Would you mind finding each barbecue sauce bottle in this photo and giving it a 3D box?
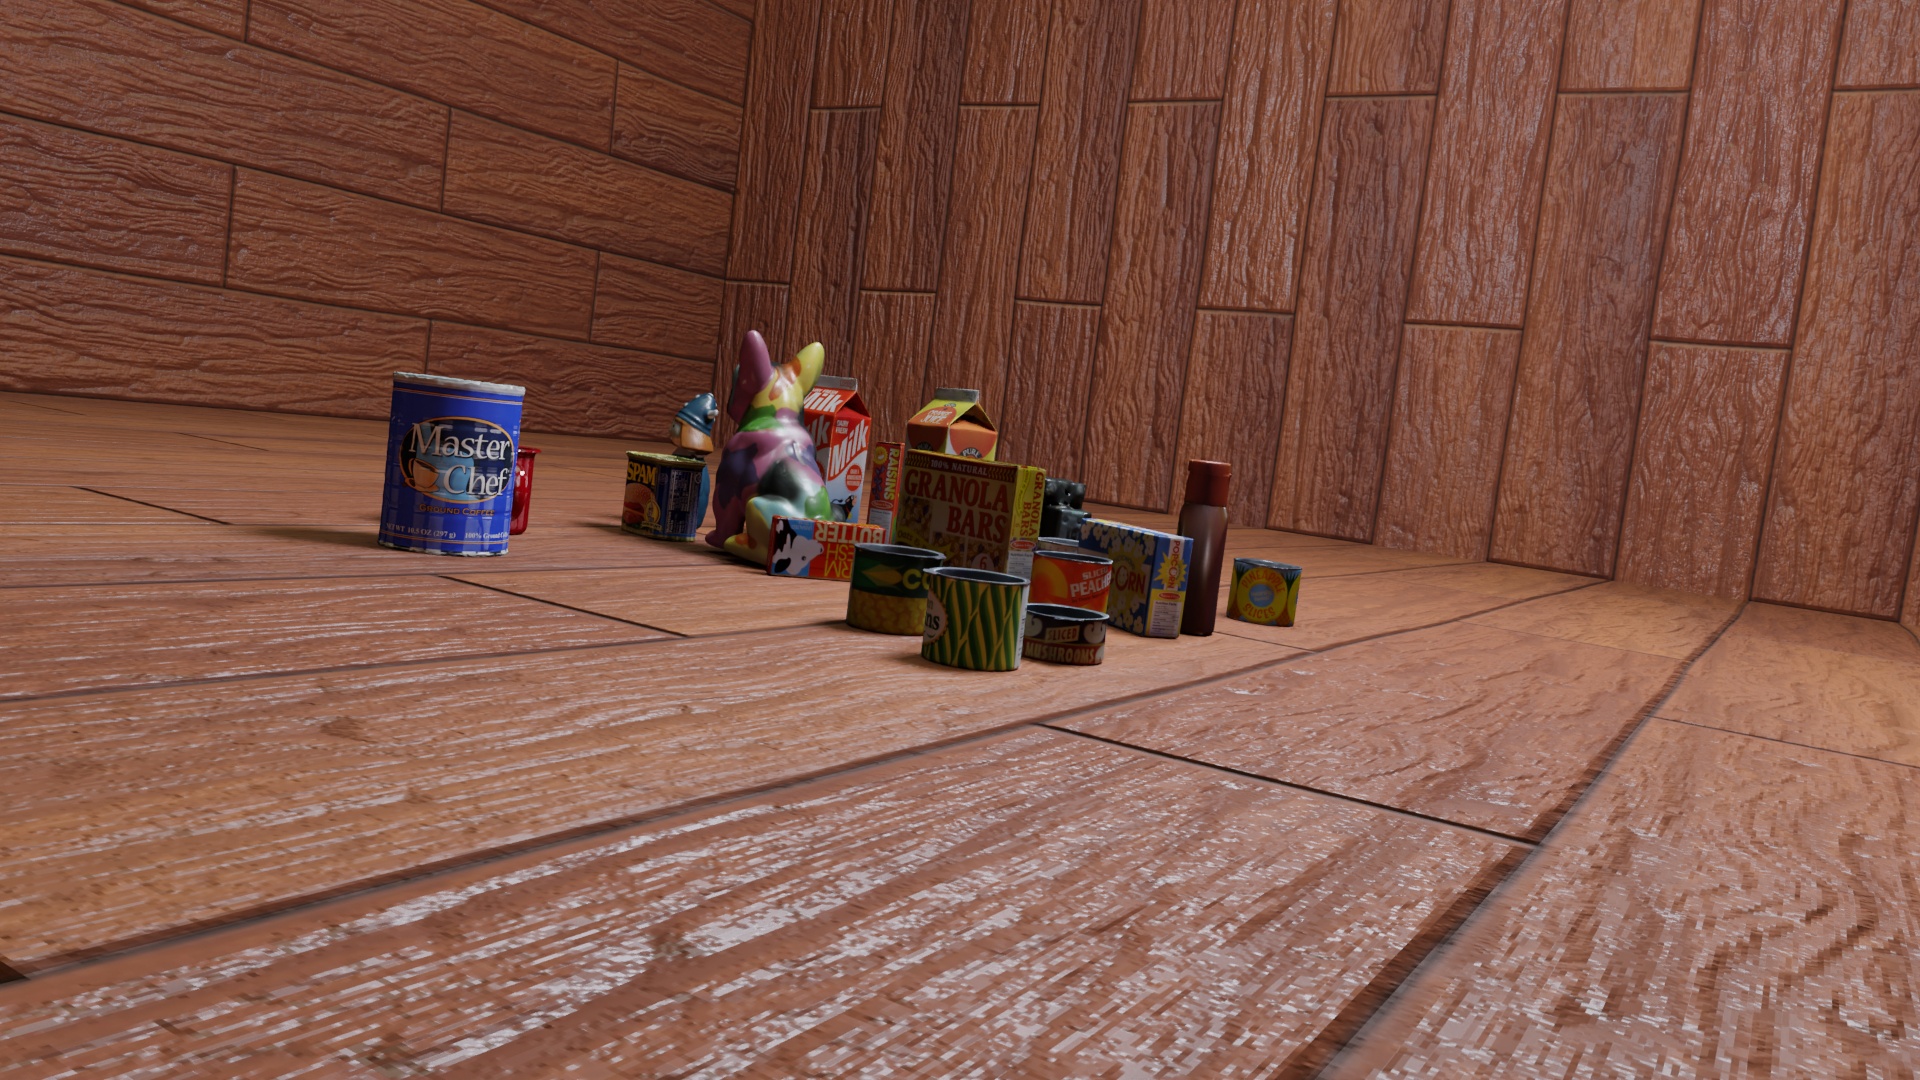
[{"bbox_3d":[0.207,0.005,1.201,0.044,0.148,0.065,8,4,11],"label":"barbecue sauce bottle"}]

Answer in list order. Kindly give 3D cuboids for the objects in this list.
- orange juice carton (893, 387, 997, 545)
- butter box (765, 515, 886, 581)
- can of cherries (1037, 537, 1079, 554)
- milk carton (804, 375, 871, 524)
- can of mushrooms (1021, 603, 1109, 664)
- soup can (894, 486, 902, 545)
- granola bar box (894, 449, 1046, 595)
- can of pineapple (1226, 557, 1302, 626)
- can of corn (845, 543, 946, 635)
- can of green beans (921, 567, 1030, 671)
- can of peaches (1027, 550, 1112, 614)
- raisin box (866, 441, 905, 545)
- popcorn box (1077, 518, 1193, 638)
[{"bbox_3d":[-0.015,-0.070,1.517,0.073,0.192,0.072,4,5,-41],"label":"orange juice carton"},{"bbox_3d":[-0.121,0.008,1.255,0.103,0.053,0.024,5,4,-21],"label":"butter box"},{"bbox_3d":[0.097,0.030,1.291,0.071,0.058,0.071,7,4,0],"label":"can of cherries"},{"bbox_3d":[-0.156,-0.092,1.578,0.072,0.190,0.073,9,5,31],"label":"milk carton"},{"bbox_3d":[0.069,0.065,0.971,0.071,0.033,0.071,7,5,0],"label":"can of mushrooms"},{"bbox_3d":[-0.030,-0.010,1.422,0.071,0.083,0.071,7,4,0],"label":"soup can"},{"bbox_3d":[0.005,-0.016,1.309,0.039,0.124,0.165,4,6,-40],"label":"granola bar box"},{"bbox_3d":[0.293,0.050,1.344,0.071,0.057,0.071,7,4,0],"label":"can of pineapple"},{"bbox_3d":[-0.046,0.035,1.008,0.071,0.058,0.071,7,4,0],"label":"can of corn"},{"bbox_3d":[0.009,0.051,0.907,0.071,0.057,0.071,7,4,0],"label":"can of green beans"},{"bbox_3d":[0.091,0.041,1.140,0.071,0.058,0.071,7,4,0],"label":"can of peaches"},{"bbox_3d":[-0.073,-0.056,1.680,0.040,0.123,0.086,9,5,27],"label":"raisin box"},{"bbox_3d":[0.144,0.030,1.187,0.038,0.085,0.127,5,5,-25],"label":"popcorn box"}]
